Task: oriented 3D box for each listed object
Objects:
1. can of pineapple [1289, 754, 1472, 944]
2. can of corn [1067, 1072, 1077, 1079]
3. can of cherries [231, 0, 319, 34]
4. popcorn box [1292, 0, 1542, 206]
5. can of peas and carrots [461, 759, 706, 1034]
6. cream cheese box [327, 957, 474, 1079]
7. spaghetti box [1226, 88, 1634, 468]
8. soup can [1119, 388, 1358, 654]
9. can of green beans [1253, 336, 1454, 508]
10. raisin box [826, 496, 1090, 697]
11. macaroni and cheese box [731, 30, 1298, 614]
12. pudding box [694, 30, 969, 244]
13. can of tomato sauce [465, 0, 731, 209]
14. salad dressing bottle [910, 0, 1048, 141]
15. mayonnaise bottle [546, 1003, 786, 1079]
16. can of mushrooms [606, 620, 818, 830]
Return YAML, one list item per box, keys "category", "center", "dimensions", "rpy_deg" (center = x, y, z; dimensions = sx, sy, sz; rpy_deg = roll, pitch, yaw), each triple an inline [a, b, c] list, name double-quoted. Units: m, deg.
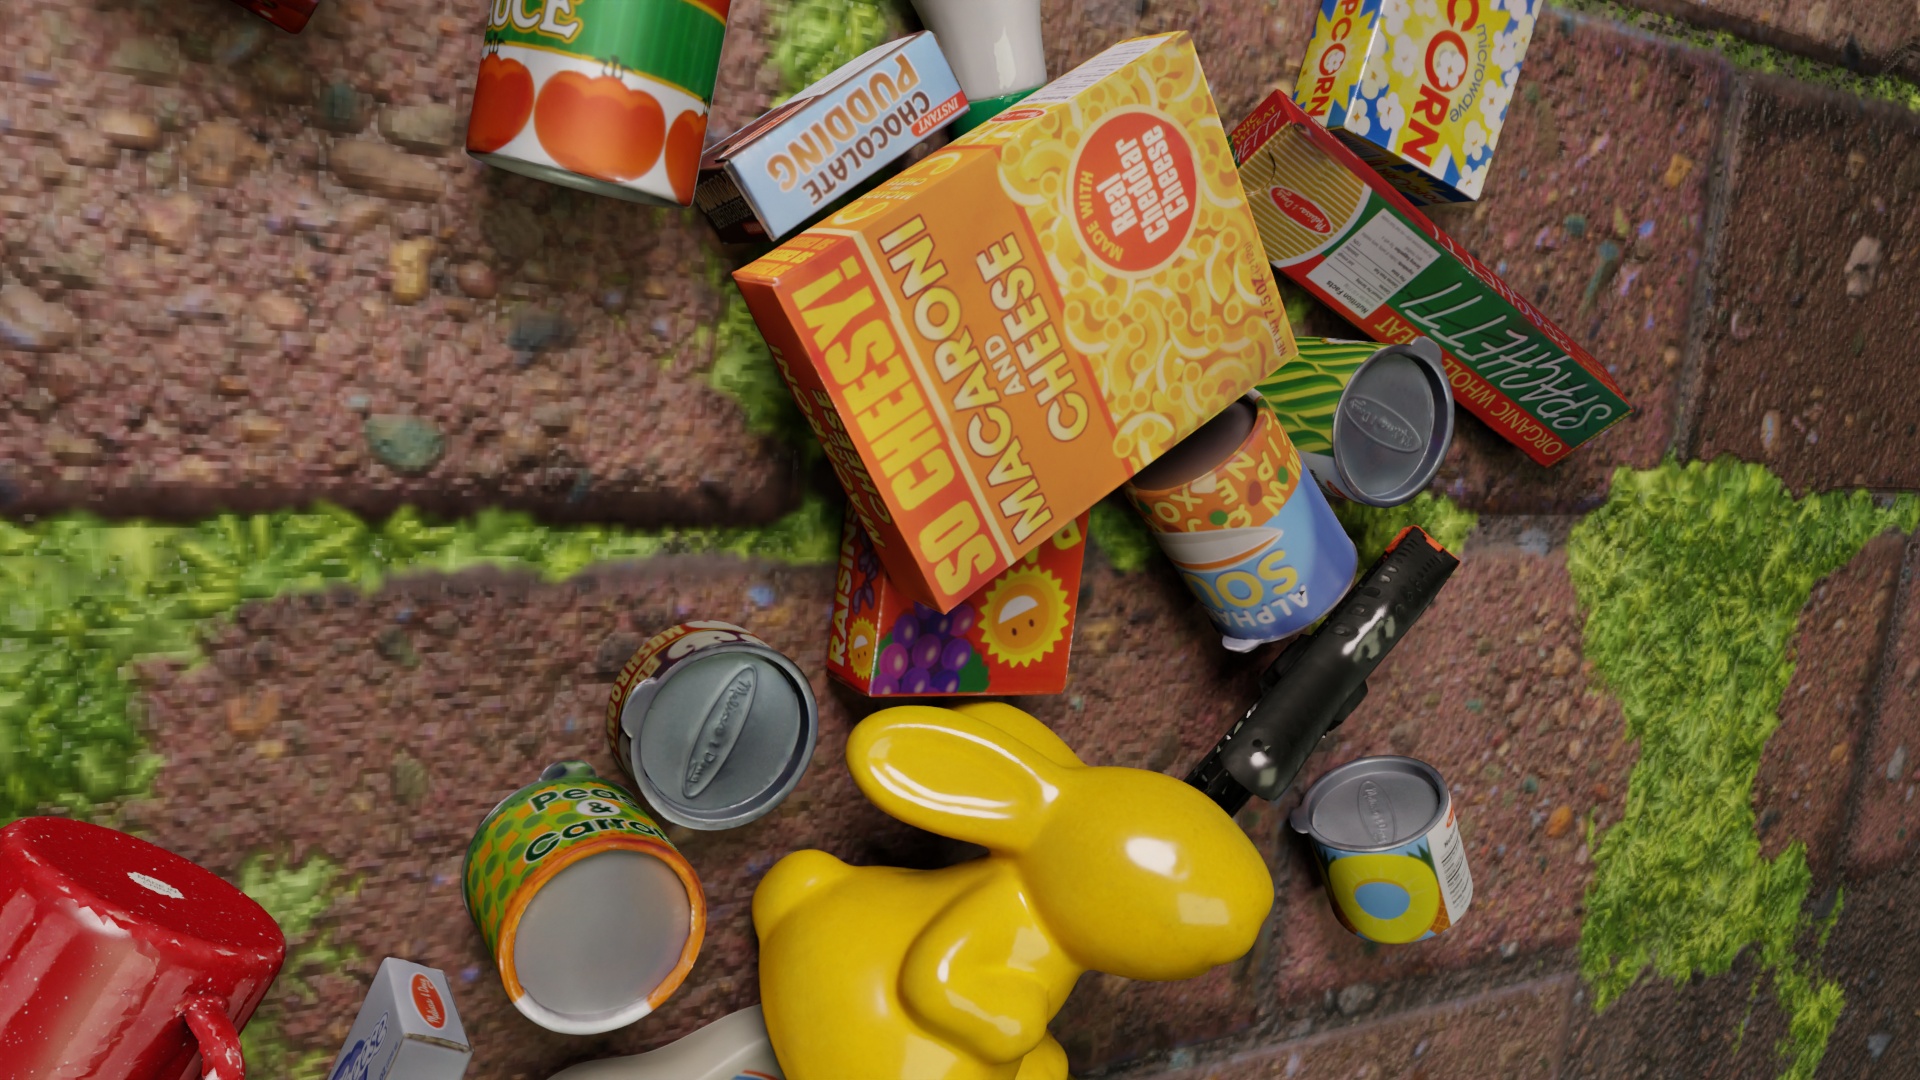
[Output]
- category: "can of pineapple"
  center: [0.194, 0.142, 0.639]
  dimensions: [0.071, 0.071, 0.057]
  rpy_deg: [-31, 115, -21]
- category: "can of corn"
  center: [0.037, 0.255, 0.576]
  dimensions: [0.071, 0.058, 0.071]
  rpy_deg: [-7, 104, -28]
- category: "can of cherries"
  center: [-0.181, -0.173, 0.349]
  dimensions: [0.058, 0.071, 0.071]
  rpy_deg: [26, 88, -32]
- category: "popcorn box"
  center: [0.192, -0.213, 0.573]
  dimensions: [0.085, 0.038, 0.126]
  rpy_deg: [16, 93, -32]
- category: "can of peas and carrots"
  center: [-0.123, 0.115, 0.453]
  dimensions: [0.071, 0.059, 0.070]
  rpy_deg: [-7, 105, -29]
- category: "cream cheese box"
  center: [-0.188, 0.191, 0.435]
  dimensions: [0.024, 0.053, 0.104]
  rpy_deg: [25, 88, -30]
- category: "spaghetti box"
  center: [0.199, -0.102, 0.594]
  dimensions: [0.250, 0.029, 0.050]
  rpy_deg: [26, 128, -32]
- category: "soup can"
  center: [0.109, -0.009, 0.553]
  dimensions: [0.071, 0.071, 0.083]
  rpy_deg: [-45, 118, -14]
- category: "can of green beans"
  center: [0.160, -0.051, 0.579]
  dimensions: [0.071, 0.058, 0.071]
  rpy_deg: [-7, 105, -28]
- category: "raisin box"
  center: [0.002, -0.006, 0.509]
  dimensions: [0.086, 0.040, 0.123]
  rpy_deg: [2, 98, -31]
- category: "macaroni and cheese box"
  center: [0.025, -0.073, 0.461]
  dimensions: [0.167, 0.040, 0.123]
  rpy_deg: [-36, 117, -19]
- category: "pudding box"
  center: [-0.045, -0.129, 0.449]
  dimensions: [0.084, 0.049, 0.030]
  rpy_deg: [-38, 115, -18]
- category: "can of tomato sauce"
  center: [-0.104, -0.145, 0.401]
  dimensions: [0.071, 0.071, 0.083]
  rpy_deg: [8, 98, -31]
- category: "salad dressing bottle"
  center: [0.005, -0.188, 0.469]
  dimensions: [0.064, 0.044, 0.147]
  rpy_deg: [-23, 113, -26]
- category: "mayonnaise bottle"
  center: [-0.117, 0.210, 0.487]
  dimensions: [0.148, 0.041, 0.064]
  rpy_deg: [-7, 102, -29]
- category: "can of mushrooms"
  center: [-0.087, 0.062, 0.476]
  dimensions: [0.071, 0.033, 0.071]
  rpy_deg: [-8, 105, -28]
